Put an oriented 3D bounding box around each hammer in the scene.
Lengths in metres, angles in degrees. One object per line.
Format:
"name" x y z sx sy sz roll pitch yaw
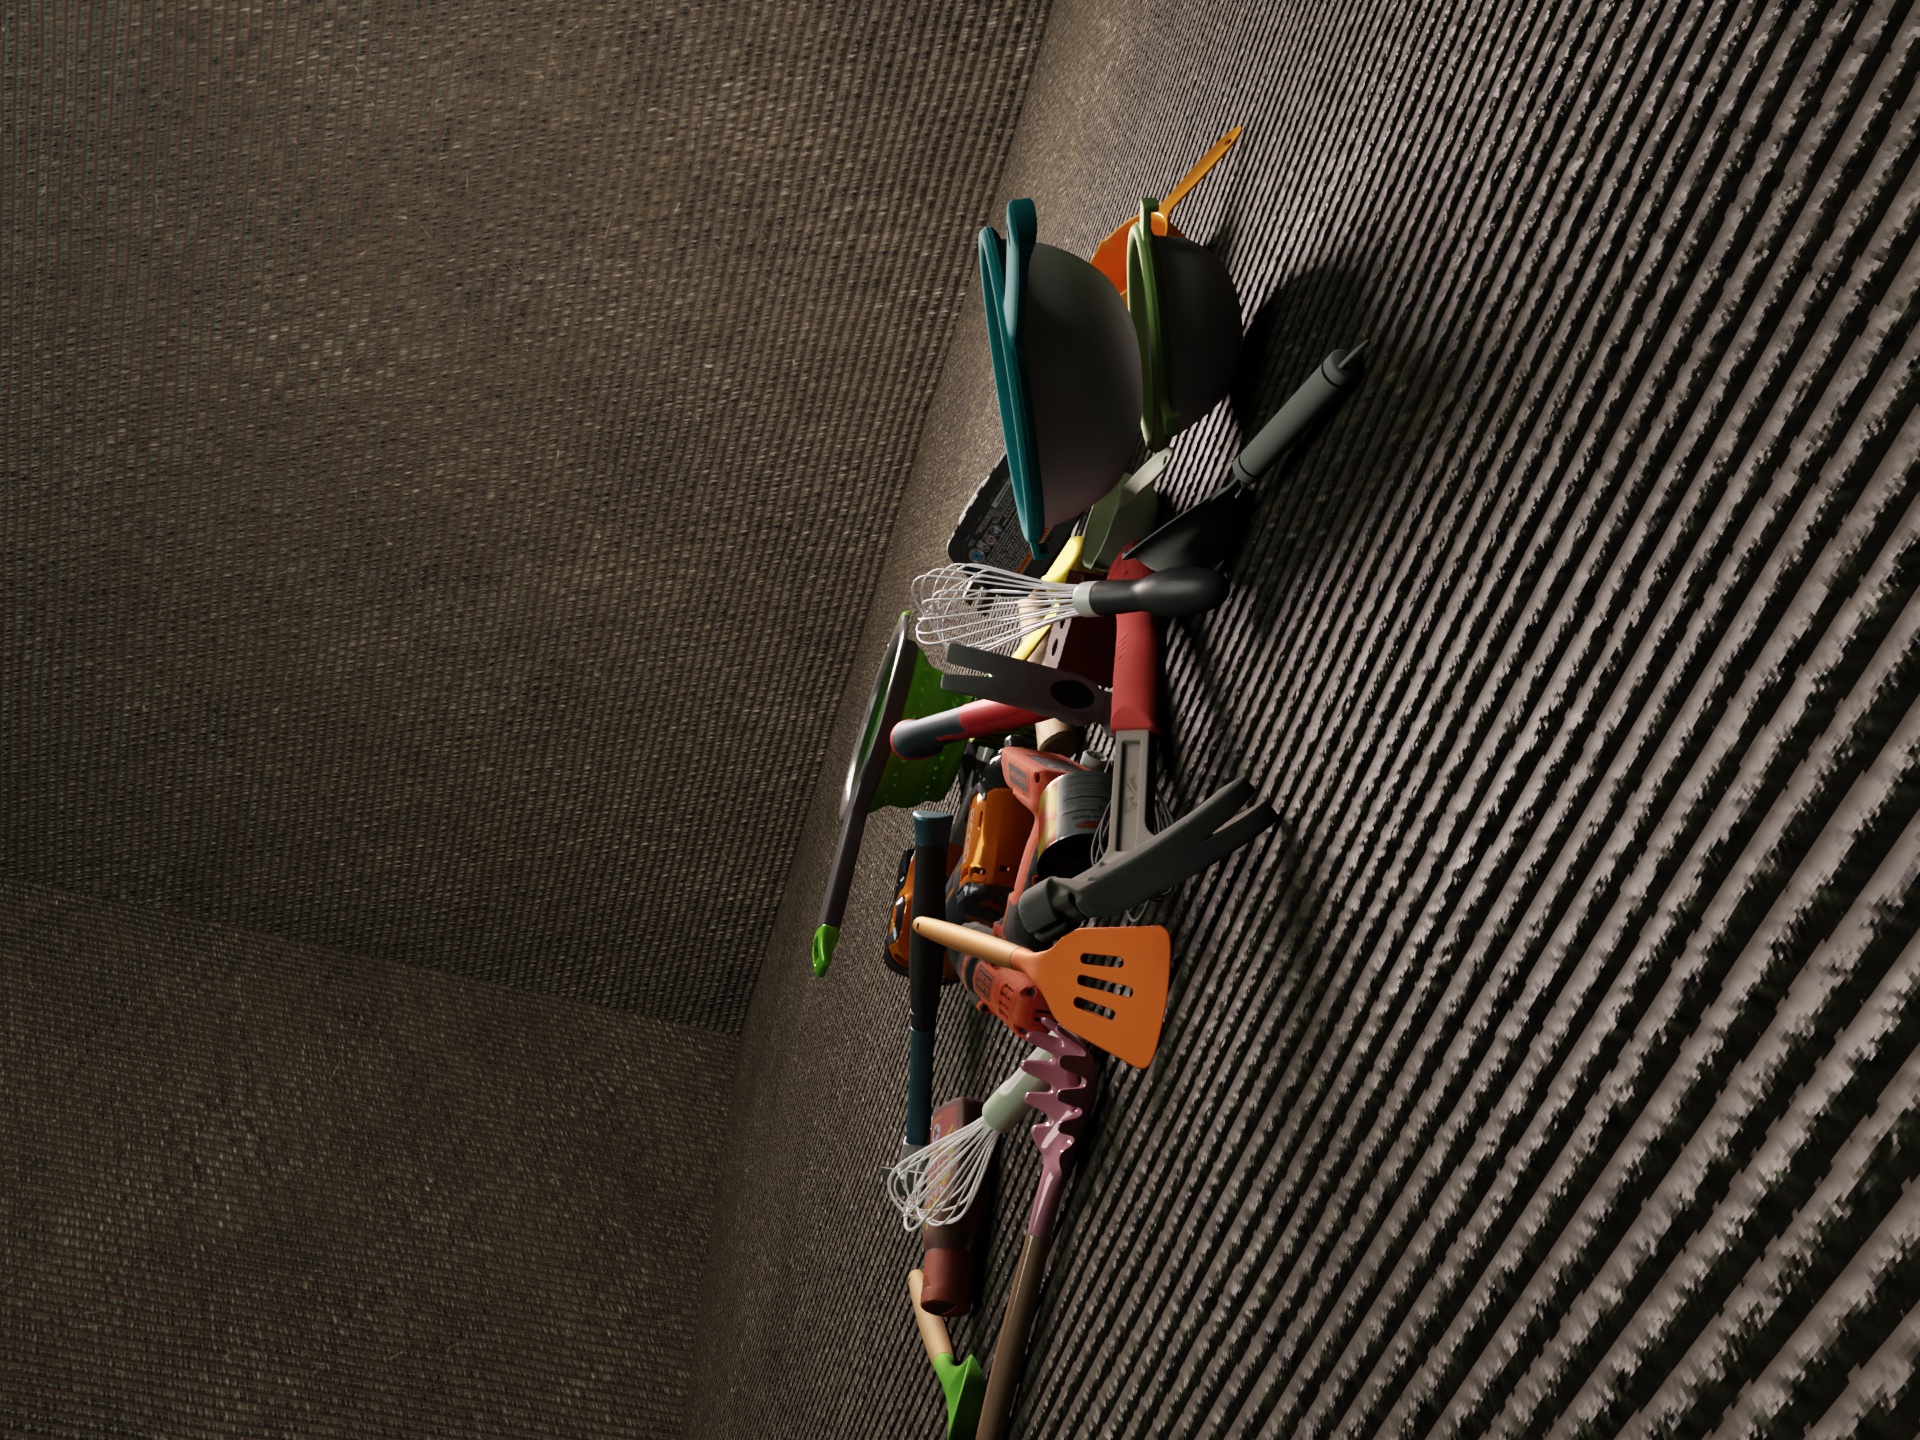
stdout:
"hammer" 0.115 -0.018 0.959 0.149 0.036 0.359 -33 23 26
"hammer" 0.064 -0.077 1.361 0.130 0.031 0.332 -40 31 24
"hammer" -0.028 0.222 1.237 0.128 0.033 0.331 -58 -27 -70
"hammer" 0.003 0.037 1.640 0.335 0.035 0.146 -103 29 -71
"hammer" -0.002 -0.004 1.235 0.386 0.143 0.038 165 118 -70

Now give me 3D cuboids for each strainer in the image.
"strainer" 0.072 -0.242 1.008 0.340 0.095 0.211 83 178 -79
"strainer" 0.165 -0.142 0.928 0.087 0.050 0.258 -30 -10 -30
"strainer" 0.156 -0.256 1.113 0.256 0.069 0.151 11 -107 -86

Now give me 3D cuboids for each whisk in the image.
"whisk" 0.110 0.034 0.984 0.239 0.055 0.055 -80 9 -53
"whisk" 0.021 0.269 1.063 0.246 0.059 0.058 -55 2 33
"whisk" 0.063 -0.077 1.029 0.285 0.070 0.070 -1 73 51

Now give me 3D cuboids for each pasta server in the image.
"pasta server" 0.035 0.340 0.976 0.060 0.040 0.316 -163 86 -70

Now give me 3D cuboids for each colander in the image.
"colander" -0.058 0.077 1.501 0.204 0.094 0.397 116 169 -49

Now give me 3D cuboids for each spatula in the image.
"spatula" 0.037 0.153 1.027 0.323 0.041 0.081 180 99 -69

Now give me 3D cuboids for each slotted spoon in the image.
"slotted spoon" -0.014 0.449 1.141 0.314 0.031 0.070 171 113 -82

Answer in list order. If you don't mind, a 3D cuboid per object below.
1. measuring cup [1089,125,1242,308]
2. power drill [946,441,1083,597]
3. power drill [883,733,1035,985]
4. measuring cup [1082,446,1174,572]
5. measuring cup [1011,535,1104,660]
"measuring cup" 0.173 -0.381 1.247 0.173 0.052 0.095 -48 34 11
"power drill" 0.083 -0.215 1.286 0.190 0.080 0.229 -56 2 39
"power drill" 0.010 0.120 1.342 0.226 0.084 0.164 127 157 -56
"measuring cup" 0.134 -0.158 1.155 0.167 0.038 0.083 140 144 -69
"measuring cup" 0.062 -0.086 1.309 0.156 0.029 0.062 -53 26 -1
